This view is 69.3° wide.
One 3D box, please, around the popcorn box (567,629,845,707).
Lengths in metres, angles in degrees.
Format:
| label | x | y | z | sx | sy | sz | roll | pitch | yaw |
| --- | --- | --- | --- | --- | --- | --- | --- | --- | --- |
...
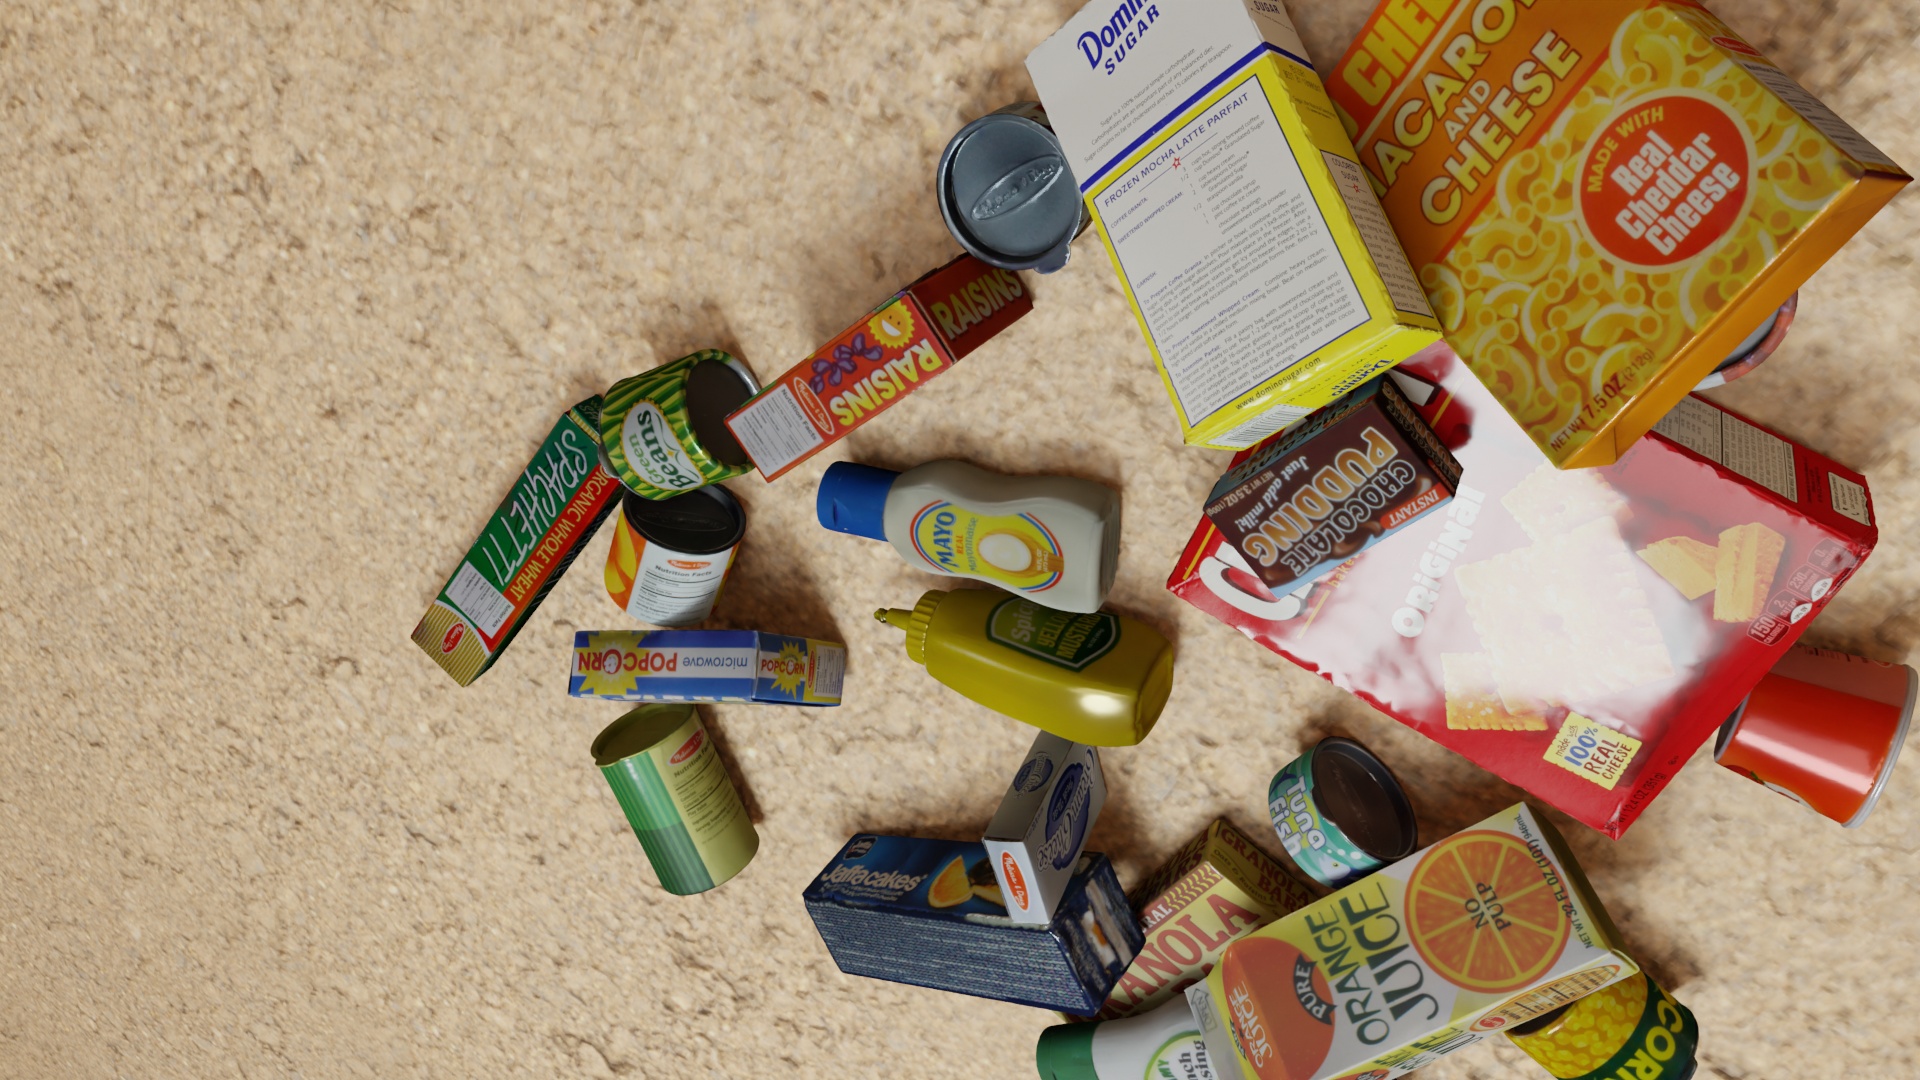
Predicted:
| label | x | y | z | sx | sy | sz | roll | pitch | yaw |
| --- | --- | --- | --- | --- | --- | --- | --- | --- | --- |
| popcorn box | -0.139 | 0.071 | 0.767 | 0.126 | 0.085 | 0.038 | -2 | 81 | 27 |

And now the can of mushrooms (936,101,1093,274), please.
| label | x | y | z | sx | sy | sz | roll | pitch | yaw |
| --- | --- | --- | --- | --- | --- | --- | --- | --- | --- |
| can of mushrooms | 0.027 | -0.150 | 0.593 | 0.071 | 0.034 | 0.070 | 12 | 121 | 20 |

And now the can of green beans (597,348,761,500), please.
| label | x | y | z | sx | sy | sz | roll | pitch | yaw |
| --- | --- | --- | --- | --- | --- | --- | --- | --- | --- |
| can of green beans | -0.140 | -0.059 | 0.707 | 0.057 | 0.071 | 0.071 | -14 | 110 | 32 |

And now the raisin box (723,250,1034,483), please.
| label | x | y | z | sx | sy | sz | roll | pitch | yaw |
| --- | --- | --- | --- | --- | --- | --- | --- | --- | --- |
| raisin box | -0.037 | -0.081 | 0.630 | 0.123 | 0.086 | 0.040 | -28 | 98 | 35 |

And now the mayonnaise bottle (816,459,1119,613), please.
| label | x | y | z | sx | sy | sz | roll | pitch | yaw |
| --- | --- | --- | --- | --- | --- | --- | --- | --- | --- |
| mayonnaise bottle | 0.002 | -0.009 | 0.681 | 0.148 | 0.041 | 0.064 | 12 | 124 | 19 |

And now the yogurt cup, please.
| label | x | y | z | sx | sy | sz | roll | pitch | yaw |
| --- | --- | --- | --- | --- | --- | --- | --- | --- | --- |
| yogurt cup | 0.336 | 0.073 | 0.550 | 0.054 | 0.073 | 0.072 | 20 | 125 | 24 |

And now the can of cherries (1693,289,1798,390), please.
| label | x | y | z | sx | sy | sz | roll | pitch | yaw |
| --- | --- | --- | --- | --- | --- | --- | --- | --- | --- |
| can of cherries | 0.258 | -0.096 | 0.494 | 0.071 | 0.059 | 0.071 | 12 | 123 | 20 |

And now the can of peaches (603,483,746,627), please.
| label | x | y | z | sx | sy | sz | roll | pitch | yaw |
| --- | --- | --- | --- | --- | --- | --- | --- | --- | --- |
| can of peaches | -0.155 | 0.003 | 0.753 | 0.071 | 0.071 | 0.057 | 30 | 127 | 8 |

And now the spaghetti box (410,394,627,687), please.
| label | x | y | z | sx | sy | sz | roll | pitch | yaw |
| --- | --- | --- | --- | --- | --- | --- | --- | --- | --- |
| spaghetti box | -0.259 | 0.006 | 0.827 | 0.050 | 0.029 | 0.249 | 45 | 127 | -3 |

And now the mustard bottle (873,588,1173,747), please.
| label | x | y | z | sx | sy | sz | roll | pitch | yaw |
| --- | --- | --- | --- | --- | --- | --- | --- | --- | --- |
| mustard bottle | 0.024 | 0.055 | 0.695 | 0.160 | 0.066 | 0.048 | 14 | 127 | 23 |

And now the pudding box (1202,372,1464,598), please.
| label | x | y | z | sx | sy | sz | roll | pitch | yaw |
| --- | --- | --- | --- | --- | --- | --- | --- | --- | --- |
| pudding box | 0.140 | -0.019 | 0.526 | 0.049 | 0.030 | 0.083 | 50 | 128 | -6 |

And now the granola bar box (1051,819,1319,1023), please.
| label | x | y | z | sx | sy | sz | roll | pitch | yaw |
| --- | --- | --- | --- | --- | --- | --- | --- | --- | --- |
| granola bar box | 0.136 | 0.241 | 0.760 | 0.124 | 0.039 | 0.164 | 39 | 127 | 0 |

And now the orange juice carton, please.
| label | x | y | z | sx | sy | sz | roll | pitch | yaw |
| --- | --- | --- | --- | --- | --- | --- | --- | --- | --- |
| orange juice carton | 0.197 | 0.199 | 0.636 | 0.192 | 0.072 | 0.073 | -32 | 144 | 18 |

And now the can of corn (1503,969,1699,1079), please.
| label | x | y | z | sx | sy | sz | roll | pitch | yaw |
| --- | --- | --- | --- | --- | --- | --- | --- | --- | --- |
| can of corn | 0.299 | 0.226 | 0.652 | 0.058 | 0.071 | 0.070 | 40 | 127 | 1 |

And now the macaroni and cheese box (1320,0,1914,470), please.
| label | x | y | z | sx | sy | sz | roll | pitch | yaw |
| --- | --- | --- | --- | --- | --- | --- | --- | --- | --- |
| macaroni and cheese box | 0.198 | -0.126 | 0.466 | 0.167 | 0.040 | 0.123 | 60 | 136 | 28 |

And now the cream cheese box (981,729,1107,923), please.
| label | x | y | z | sx | sy | sz | roll | pitch | yaw |
| --- | --- | --- | --- | --- | --- | --- | --- | --- | --- |
| cream cheese box | 0.045 | 0.140 | 0.707 | 0.024 | 0.104 | 0.053 | -4 | 116 | 26 |

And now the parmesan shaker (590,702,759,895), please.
| label | x | y | z | sx | sy | sz | roll | pitch | yaw |
| --- | --- | --- | --- | --- | --- | --- | --- | --- | --- |
| parmesan shaker | -0.174 | 0.157 | 0.845 | 0.071 | 0.072 | 0.102 | -9 | 113 | 30 |

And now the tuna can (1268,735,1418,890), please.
| label | x | y | z | sx | sy | sz | roll | pitch | yaw |
| --- | --- | --- | --- | --- | --- | --- | --- | --- | --- |
| tuna can | 0.178 | 0.129 | 0.655 | 0.071 | 0.071 | 0.032 | 42 | 128 | -1 |

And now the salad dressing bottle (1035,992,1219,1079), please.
| label | x | y | z | sx | sy | sz | roll | pitch | yaw |
| --- | --- | --- | --- | --- | --- | --- | --- | --- | --- |
| salad dressing bottle | 0.110 | 0.271 | 0.737 | 0.147 | 0.044 | 0.064 | -19 | 110 | 34 |
